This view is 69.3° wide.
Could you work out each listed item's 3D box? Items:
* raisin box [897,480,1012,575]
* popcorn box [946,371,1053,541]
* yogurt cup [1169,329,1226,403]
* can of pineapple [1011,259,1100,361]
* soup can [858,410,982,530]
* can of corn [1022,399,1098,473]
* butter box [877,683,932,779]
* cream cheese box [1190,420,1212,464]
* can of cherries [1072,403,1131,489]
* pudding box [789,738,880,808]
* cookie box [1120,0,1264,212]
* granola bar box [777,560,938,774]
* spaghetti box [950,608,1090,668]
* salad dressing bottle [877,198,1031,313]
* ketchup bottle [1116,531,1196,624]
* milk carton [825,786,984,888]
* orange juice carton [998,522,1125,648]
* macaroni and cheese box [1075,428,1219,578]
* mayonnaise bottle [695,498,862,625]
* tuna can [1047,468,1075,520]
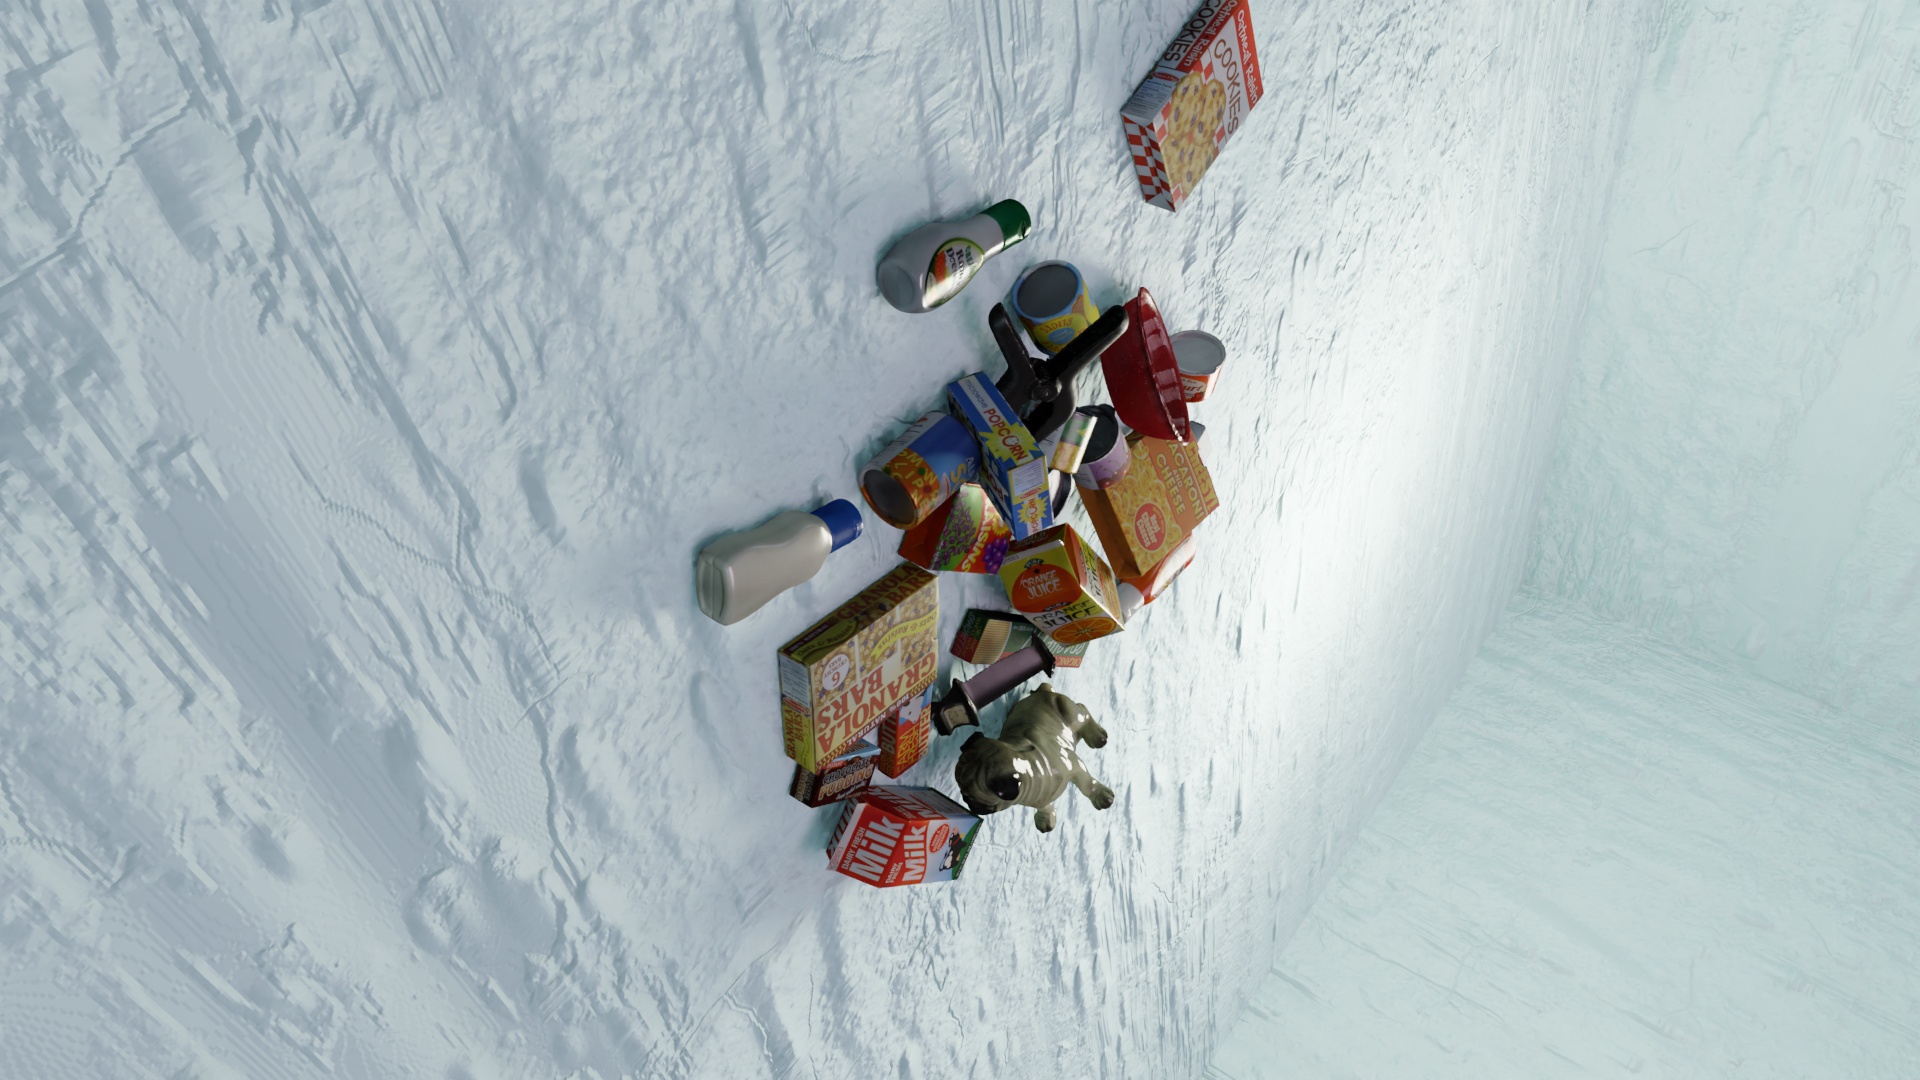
[{"bbox_3d":[0.005,-0.016,1.264,0.123,0.040,0.086,7,105,-59],"label":"raisin box"},{"bbox_3d":[0.033,-0.073,1.181,0.038,0.127,0.084,-22,137,-11],"label":"popcorn box"},{"bbox_3d":[0.249,-0.186,1.497,0.073,0.072,0.053,-46,153,-29],"label":"yogurt cup"},{"bbox_3d":[0.084,-0.203,1.221,0.071,0.071,0.057,-58,148,-11],"label":"can of pineapple"},{"bbox_3d":[-0.032,-0.056,1.147,0.084,0.071,0.071,-43,143,-31],"label":"soup can"},{"bbox_3d":[0.090,-0.100,1.306,0.071,0.071,0.058,2,111,-58],"label":"can of corn"},{"bbox_3d":[-0.053,0.174,1.328,0.053,0.024,0.103,-32,136,-44],"label":"butter box"},{"bbox_3d":[0.257,-0.083,1.621,0.104,0.024,0.053,-56,148,-14],"label":"cream cheese box"},{"bbox_3d":[0.134,-0.093,1.378,0.071,0.071,0.058,-57,149,-13],"label":"can of cherries"},{"bbox_3d":[-0.113,0.208,1.256,0.084,0.030,0.049,1,110,-58],"label":"pudding box"},{"bbox_3d":[0.220,-0.414,1.307,0.168,0.040,0.122,-54,148,-15],"label":"cookie box"},{"bbox_3d":[-0.085,0.110,1.217,0.166,0.039,0.123,-35,139,-40],"label":"granola bar box"},{"bbox_3d":[0.071,0.105,1.467,0.250,0.029,0.050,11,104,-59],"label":"spaghetti box"},{"bbox_3d":[-0.001,-0.228,1.094,0.148,0.044,0.064,-38,142,-38],"label":"salad dressing bottle"},{"bbox_3d":[0.222,0.043,1.641,0.149,0.043,0.064,-42,143,-33],"label":"ketchup bottle"},{"bbox_3d":[-0.062,0.286,1.348,0.190,0.073,0.072,19,96,-59],"label":"milk carton"},{"bbox_3d":[0.099,0.042,1.392,0.192,0.072,0.073,40,35,-59],"label":"orange juice carton"},{"bbox_3d":[0.204,-0.052,1.491,0.167,0.040,0.123,-37,109,-39],"label":"macaroni and cheese box"},{"bbox_3d":[-0.136,0.009,1.064,0.149,0.041,0.064,-31,137,-45],"label":"mayonnaise bottle"},{"bbox_3d":[0.080,-0.050,1.362,0.071,0.033,0.070,-37,140,-39],"label":"tuna can"}]
